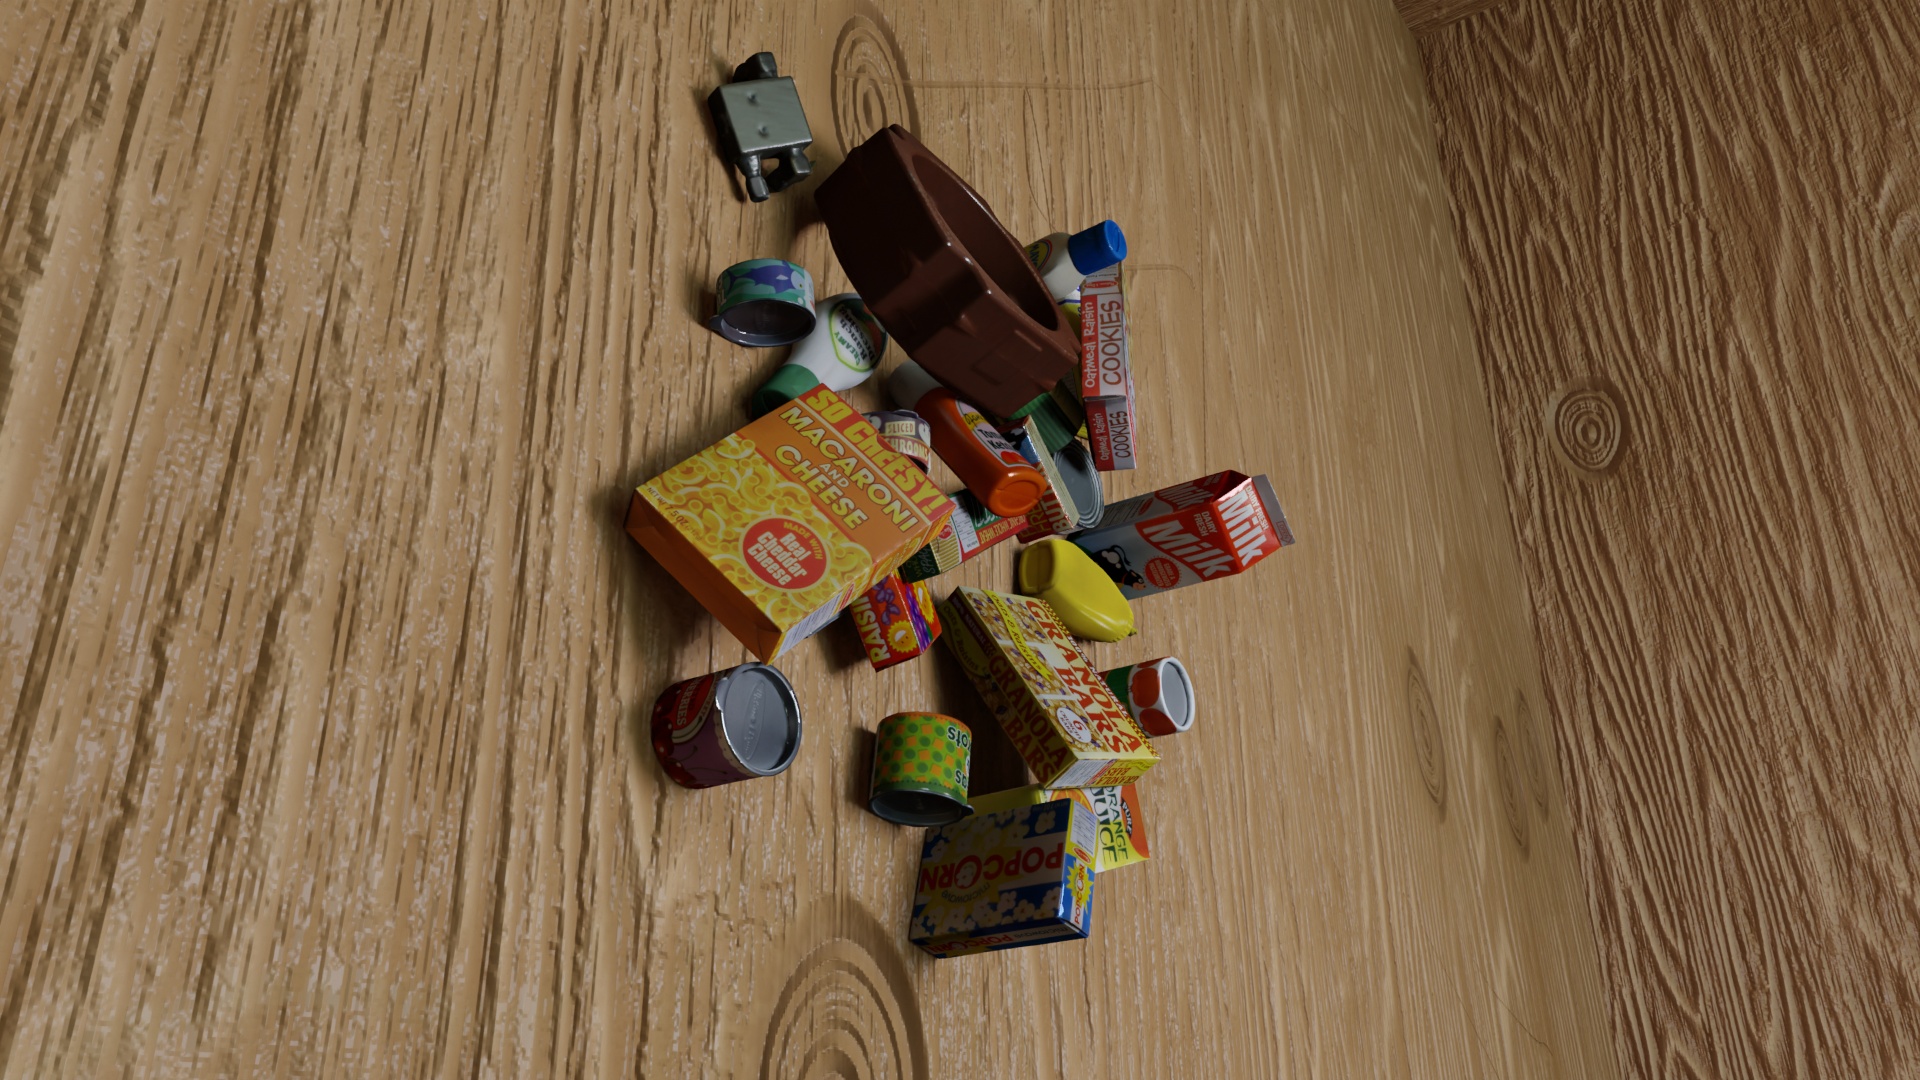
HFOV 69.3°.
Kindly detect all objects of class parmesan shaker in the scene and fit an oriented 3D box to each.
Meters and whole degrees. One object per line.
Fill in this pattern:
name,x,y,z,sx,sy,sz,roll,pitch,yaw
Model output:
parmesan shaker,0.053,-0.126,1.192,0.103,0.071,0.072,47,40,-36

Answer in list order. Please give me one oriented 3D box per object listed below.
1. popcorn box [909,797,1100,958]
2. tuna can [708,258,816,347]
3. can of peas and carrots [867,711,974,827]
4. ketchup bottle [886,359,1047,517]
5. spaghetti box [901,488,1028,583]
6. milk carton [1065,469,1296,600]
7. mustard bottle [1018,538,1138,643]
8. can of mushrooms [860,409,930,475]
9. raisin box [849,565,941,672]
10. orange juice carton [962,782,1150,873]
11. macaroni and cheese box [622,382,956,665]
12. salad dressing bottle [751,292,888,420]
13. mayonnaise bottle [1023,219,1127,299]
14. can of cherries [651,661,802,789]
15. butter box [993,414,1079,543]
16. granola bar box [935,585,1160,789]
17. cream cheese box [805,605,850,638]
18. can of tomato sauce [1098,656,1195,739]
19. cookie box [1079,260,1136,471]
popcorn box,0.030,0.228,0.933,0.038,0.126,0.085,41,44,-36
tuna can,-0.133,-0.158,0.929,0.071,0.071,0.033,21,57,-51
can of peas and carrots,-0.024,0.154,0.938,0.071,0.071,0.059,38,45,-42
ketchup bottle,-0.001,-0.079,1.045,0.149,0.043,0.065,48,20,30
spaghetti box,0.004,-0.013,1.046,0.251,0.028,0.050,-25,97,-72
milk carton,0.197,-0.005,1.238,0.072,0.190,0.074,63,34,-15
mustard bottle,0.110,0.055,1.210,0.160,0.048,0.065,37,46,-44
can of mushrooms,-0.053,-0.066,0.999,0.071,0.071,0.033,25,57,-50
raisin box,-0.057,0.020,0.958,0.086,0.040,0.123,-42,111,-80
orange juice carton,0.084,0.221,1.069,0.193,0.073,0.072,8,68,-56
macaroni and cheese box,-0.099,-0.016,0.847,0.124,0.040,0.167,43,47,11
salad dressing bottle,-0.099,-0.125,0.983,0.064,0.044,0.148,57,35,-20
mayonnaise bottle,0.071,-0.232,1.193,0.041,0.148,0.065,40,44,-40
can of cherries,-0.136,0.106,0.803,0.071,0.058,0.072,29,54,-48
butter box,0.056,-0.050,1.174,0.103,0.053,0.024,63,31,-17
granola bar box,0.064,0.112,1.052,0.124,0.039,0.166,12,36,-53
cream cheese box,-0.112,0.010,0.916,0.053,0.024,0.103,-32,103,-57
can of tomato sauce,0.151,0.141,1.198,0.071,0.083,0.071,31,50,-47
cookie box,0.129,-0.162,1.224,0.122,0.040,0.168,68,21,-60
